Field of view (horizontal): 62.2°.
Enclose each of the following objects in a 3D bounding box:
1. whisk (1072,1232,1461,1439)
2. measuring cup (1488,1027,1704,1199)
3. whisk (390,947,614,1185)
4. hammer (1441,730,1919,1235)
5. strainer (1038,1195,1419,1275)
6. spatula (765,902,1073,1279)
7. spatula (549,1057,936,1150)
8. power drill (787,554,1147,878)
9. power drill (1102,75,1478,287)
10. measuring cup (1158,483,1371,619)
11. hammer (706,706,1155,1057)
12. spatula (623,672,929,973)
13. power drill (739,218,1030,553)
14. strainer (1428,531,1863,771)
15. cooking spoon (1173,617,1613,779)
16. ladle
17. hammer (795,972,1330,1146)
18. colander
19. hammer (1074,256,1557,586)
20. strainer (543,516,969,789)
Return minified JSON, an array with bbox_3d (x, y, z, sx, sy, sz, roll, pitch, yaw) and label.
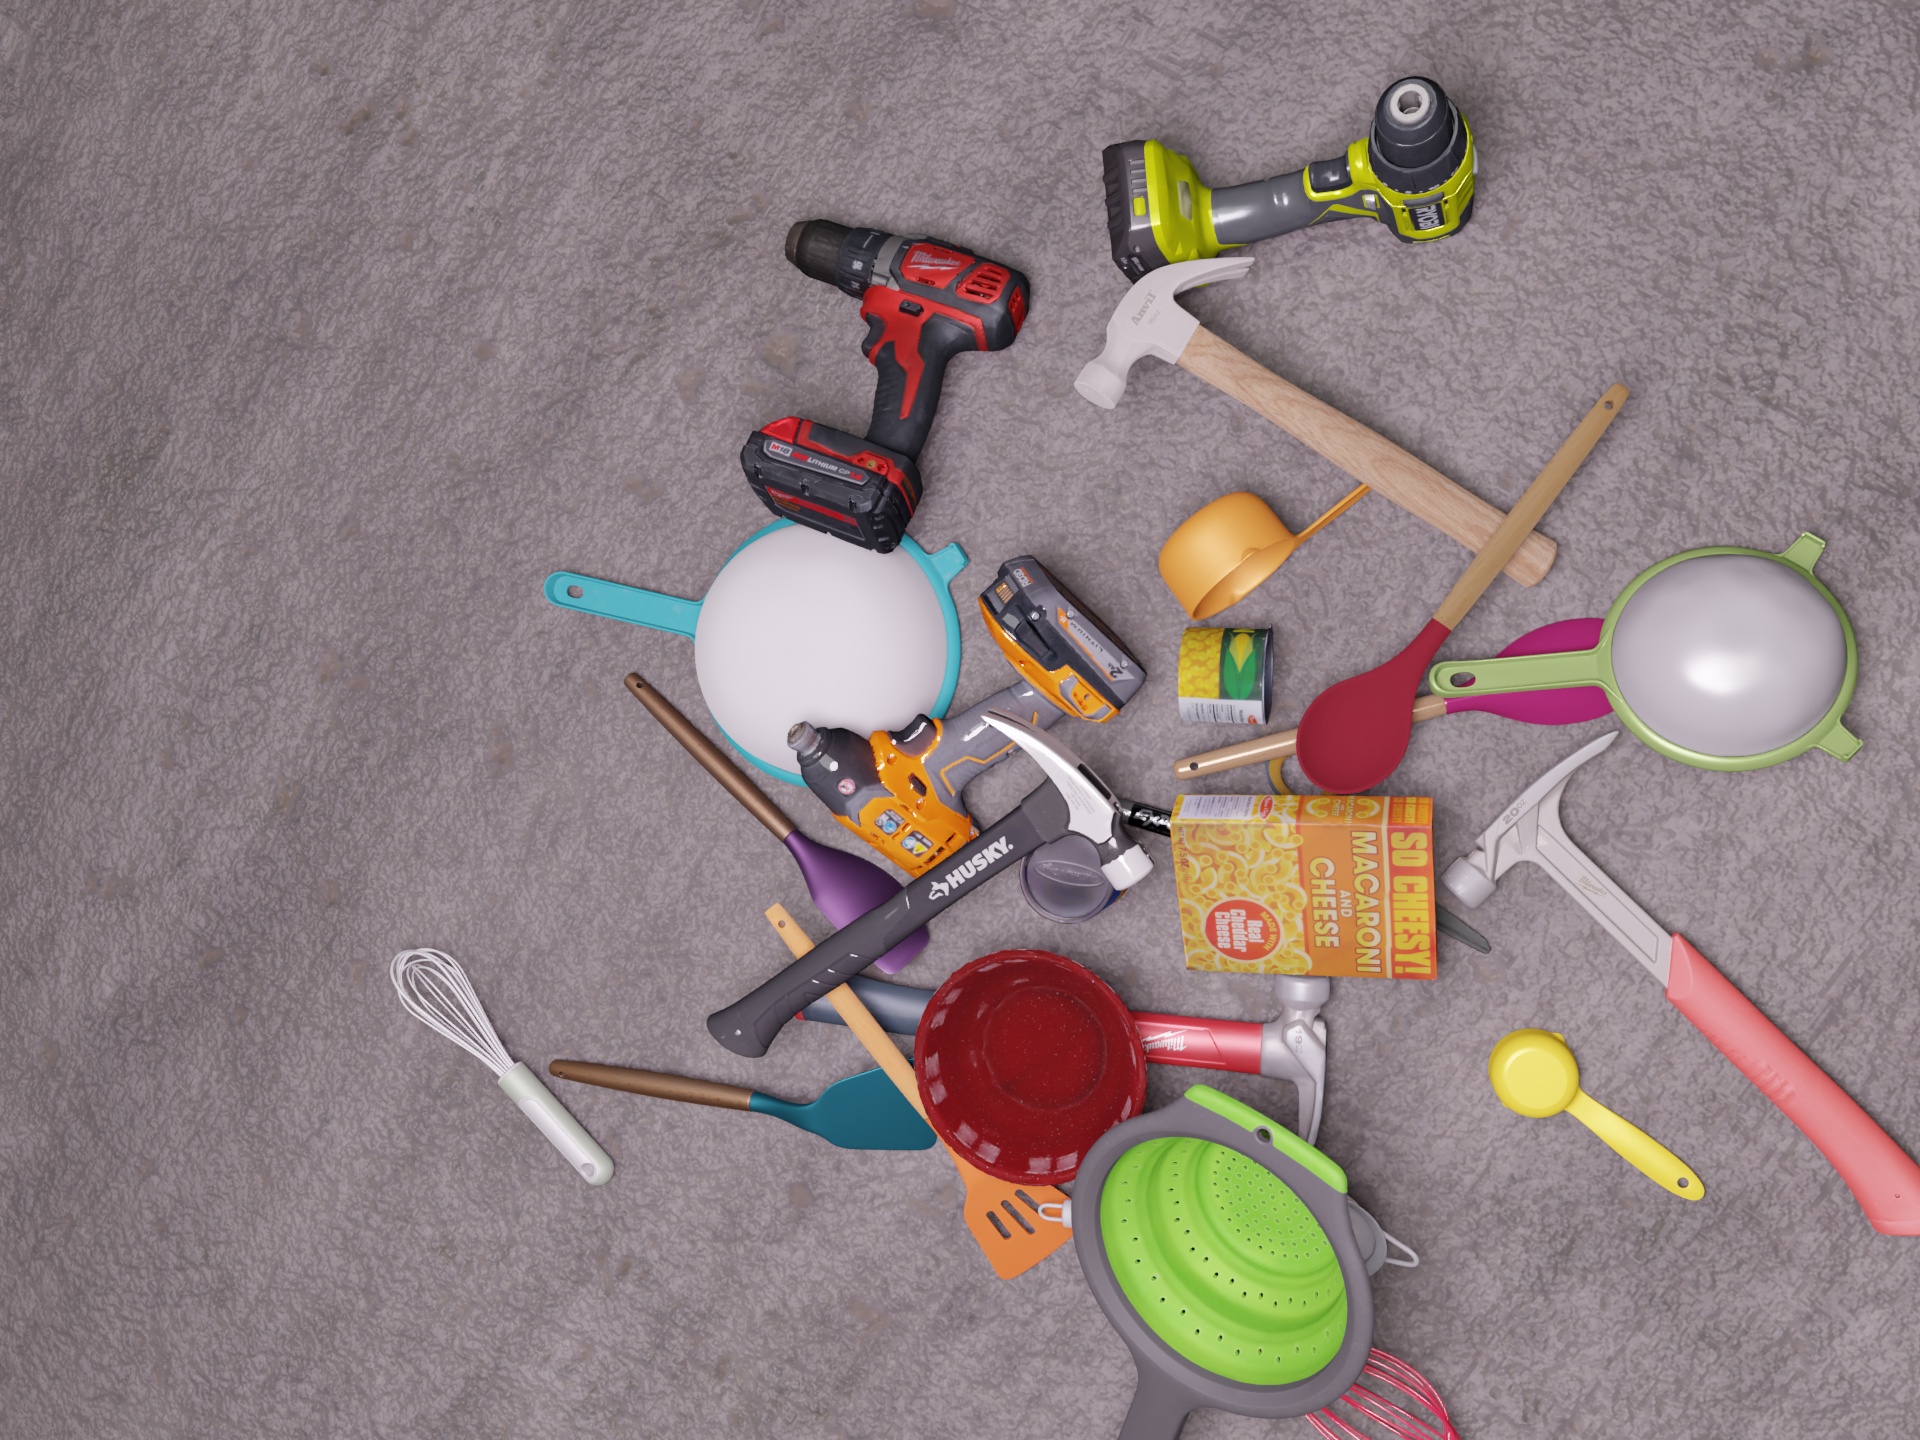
[{"bbox_3d":[0.206,0.424,1.090,0.296,0.073,0.073,27,97,19],"label":"whisk"},{"bbox_3d":[0.419,0.264,1.042,0.156,0.029,0.062,37,99,14],"label":"measuring cup"},{"bbox_3d":[-0.361,0.272,1.254,0.246,0.059,0.057,45,113,6],"label":"whisk"},{"bbox_3d":[0.491,0.177,1.019,0.359,0.036,0.149,46,101,12],"label":"hammer"},{"bbox_3d":[0.181,0.344,1.095,0.258,0.050,0.086,0,120,13],"label":"strainer"},{"bbox_3d":[-0.035,0.259,1.137,0.081,0.041,0.322,-38,88,3],"label":"spatula"},{"bbox_3d":[-0.174,0.280,1.207,0.317,0.044,0.082,4,117,23],"label":"spatula"},{"bbox_3d":[-0.002,-0.004,1.100,0.226,0.084,0.164,-44,122,11],"label":"power drill"},{"bbox_3d":[0.212,-0.345,1.022,0.228,0.190,0.080,-6,89,20],"label":"power drill"},{"bbox_3d":[0.212,-0.139,1.085,0.173,0.095,0.052,-36,75,-6],"label":"measuring cup"},{"bbox_3d":[-0.044,0.128,1.080,0.334,0.035,0.146,-36,90,18],"label":"hammer"},{"bbox_3d":[-0.145,0.069,1.202,0.316,0.018,0.060,42,64,14],"label":"spatula"},{"bbox_3d":[-0.075,-0.252,1.137,0.188,0.080,0.227,22,77,15],"label":"power drill"},{"bbox_3d":[0.428,-0.044,1.000,0.256,0.069,0.152,-5,72,15],"label":"strainer"},{"bbox_3d":[0.300,-0.005,1.071,0.319,0.017,0.069,-15,84,9],"label":"cooking spoon"},{"bbox_3d":[0.327,-0.084,1.030,0.069,0.031,0.315,37,101,9],"label":"ladle"},{"bbox_3d":[0.064,0.235,1.139,0.386,0.038,0.143,3,92,16],"label":"hammer"},{"bbox_3d":[0.162,0.395,1.044,0.205,0.094,0.396,28,120,27],"label":"colander"},{"bbox_3d":[0.247,-0.190,1.046,0.331,0.031,0.130,31,86,-3],"label":"hammer"},{"bbox_3d":[-0.172,-0.068,1.175,0.340,0.095,0.211,13,94,14],"label":"strainer"}]
